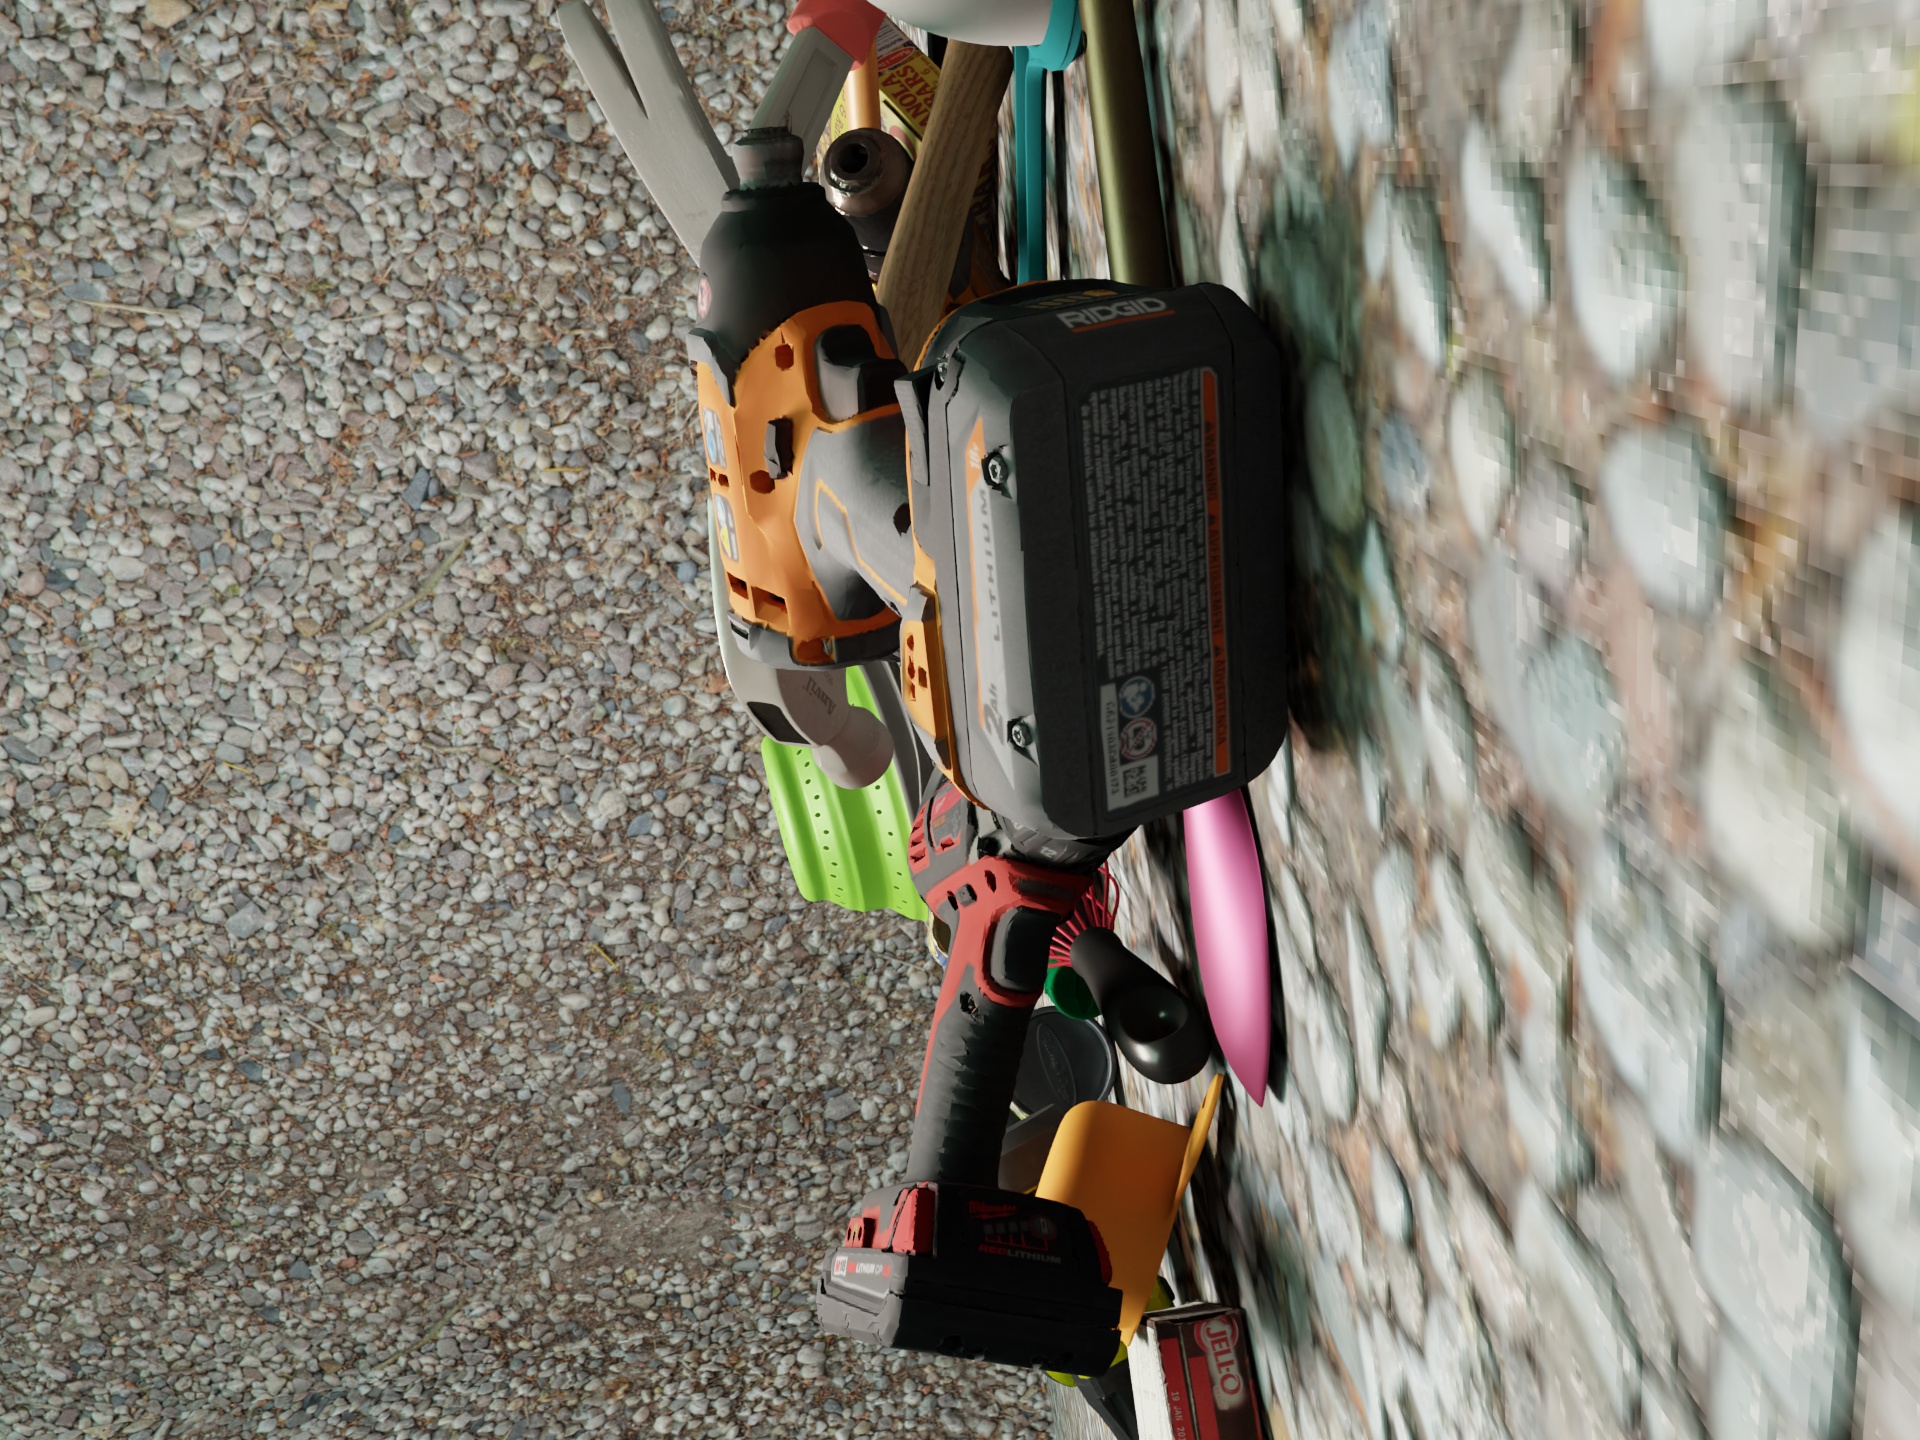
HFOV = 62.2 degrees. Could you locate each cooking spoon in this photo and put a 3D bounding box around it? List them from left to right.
[{"bbox_3d":[0.062,-0.042,0.454,0.069,0.017,0.319,-114,15,-79],"label":"cooking spoon"}]

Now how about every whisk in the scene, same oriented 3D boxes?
[{"bbox_3d":[0.054,0.096,0.692,0.296,0.073,0.073,-137,38,-77],"label":"whisk"}]

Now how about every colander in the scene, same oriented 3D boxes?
[{"bbox_3d":[-0.047,0.129,1.005,0.204,0.094,0.397,116,138,-77],"label":"colander"}]

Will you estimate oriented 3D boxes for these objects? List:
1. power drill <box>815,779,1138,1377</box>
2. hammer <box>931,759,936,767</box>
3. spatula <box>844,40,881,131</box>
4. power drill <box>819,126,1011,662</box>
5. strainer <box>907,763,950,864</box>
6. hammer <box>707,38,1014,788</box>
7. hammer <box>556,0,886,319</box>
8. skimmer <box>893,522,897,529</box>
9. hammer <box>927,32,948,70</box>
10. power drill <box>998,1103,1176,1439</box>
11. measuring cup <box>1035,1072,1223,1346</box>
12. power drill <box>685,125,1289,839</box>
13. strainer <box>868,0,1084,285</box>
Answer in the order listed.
[{"bbox_3d":[0.021,0.108,0.569,0.188,0.080,0.227,138,143,-64],"label":"power drill"},{"bbox_3d":[0.008,0.084,1.006,0.146,0.035,0.335,-168,62,-79],"label":"hammer"},{"bbox_3d":[-0.042,-0.257,0.835,0.041,0.081,0.322,53,161,28],"label":"spatula"},{"bbox_3d":[-0.025,-0.151,0.760,0.185,0.084,0.226,27,-115,-73],"label":"power drill"},{"bbox_3d":[-0.001,-0.003,0.835,0.259,0.050,0.086,-93,28,-56],"label":"strainer"},{"bbox_3d":[-0.029,-0.148,0.641,0.129,0.031,0.331,50,-131,-58],"label":"hammer"},{"bbox_3d":[-0.049,-0.290,0.622,0.149,0.037,0.359,57,-147,-40],"label":"hammer"},{"bbox_3d":[0.017,-0.029,0.718,0.363,0.090,0.127,88,174,-70],"label":"skimmer"},{"bbox_3d":[-0.010,-0.344,0.934,0.336,0.034,0.127,84,176,-52],"label":"hammer"},{"bbox_3d":[0.059,0.282,0.800,0.171,0.080,0.223,61,171,11],"label":"power drill"},{"bbox_3d":[0.060,0.172,0.611,0.173,0.052,0.095,98,-169,-50],"label":"measuring cup"},{"bbox_3d":[-0.012,-0.075,0.431,0.227,0.084,0.164,31,132,56],"label":"power drill"},{"bbox_3d":[-0.015,-0.271,0.555,0.211,0.095,0.340,-101,5,-45],"label":"strainer"}]
